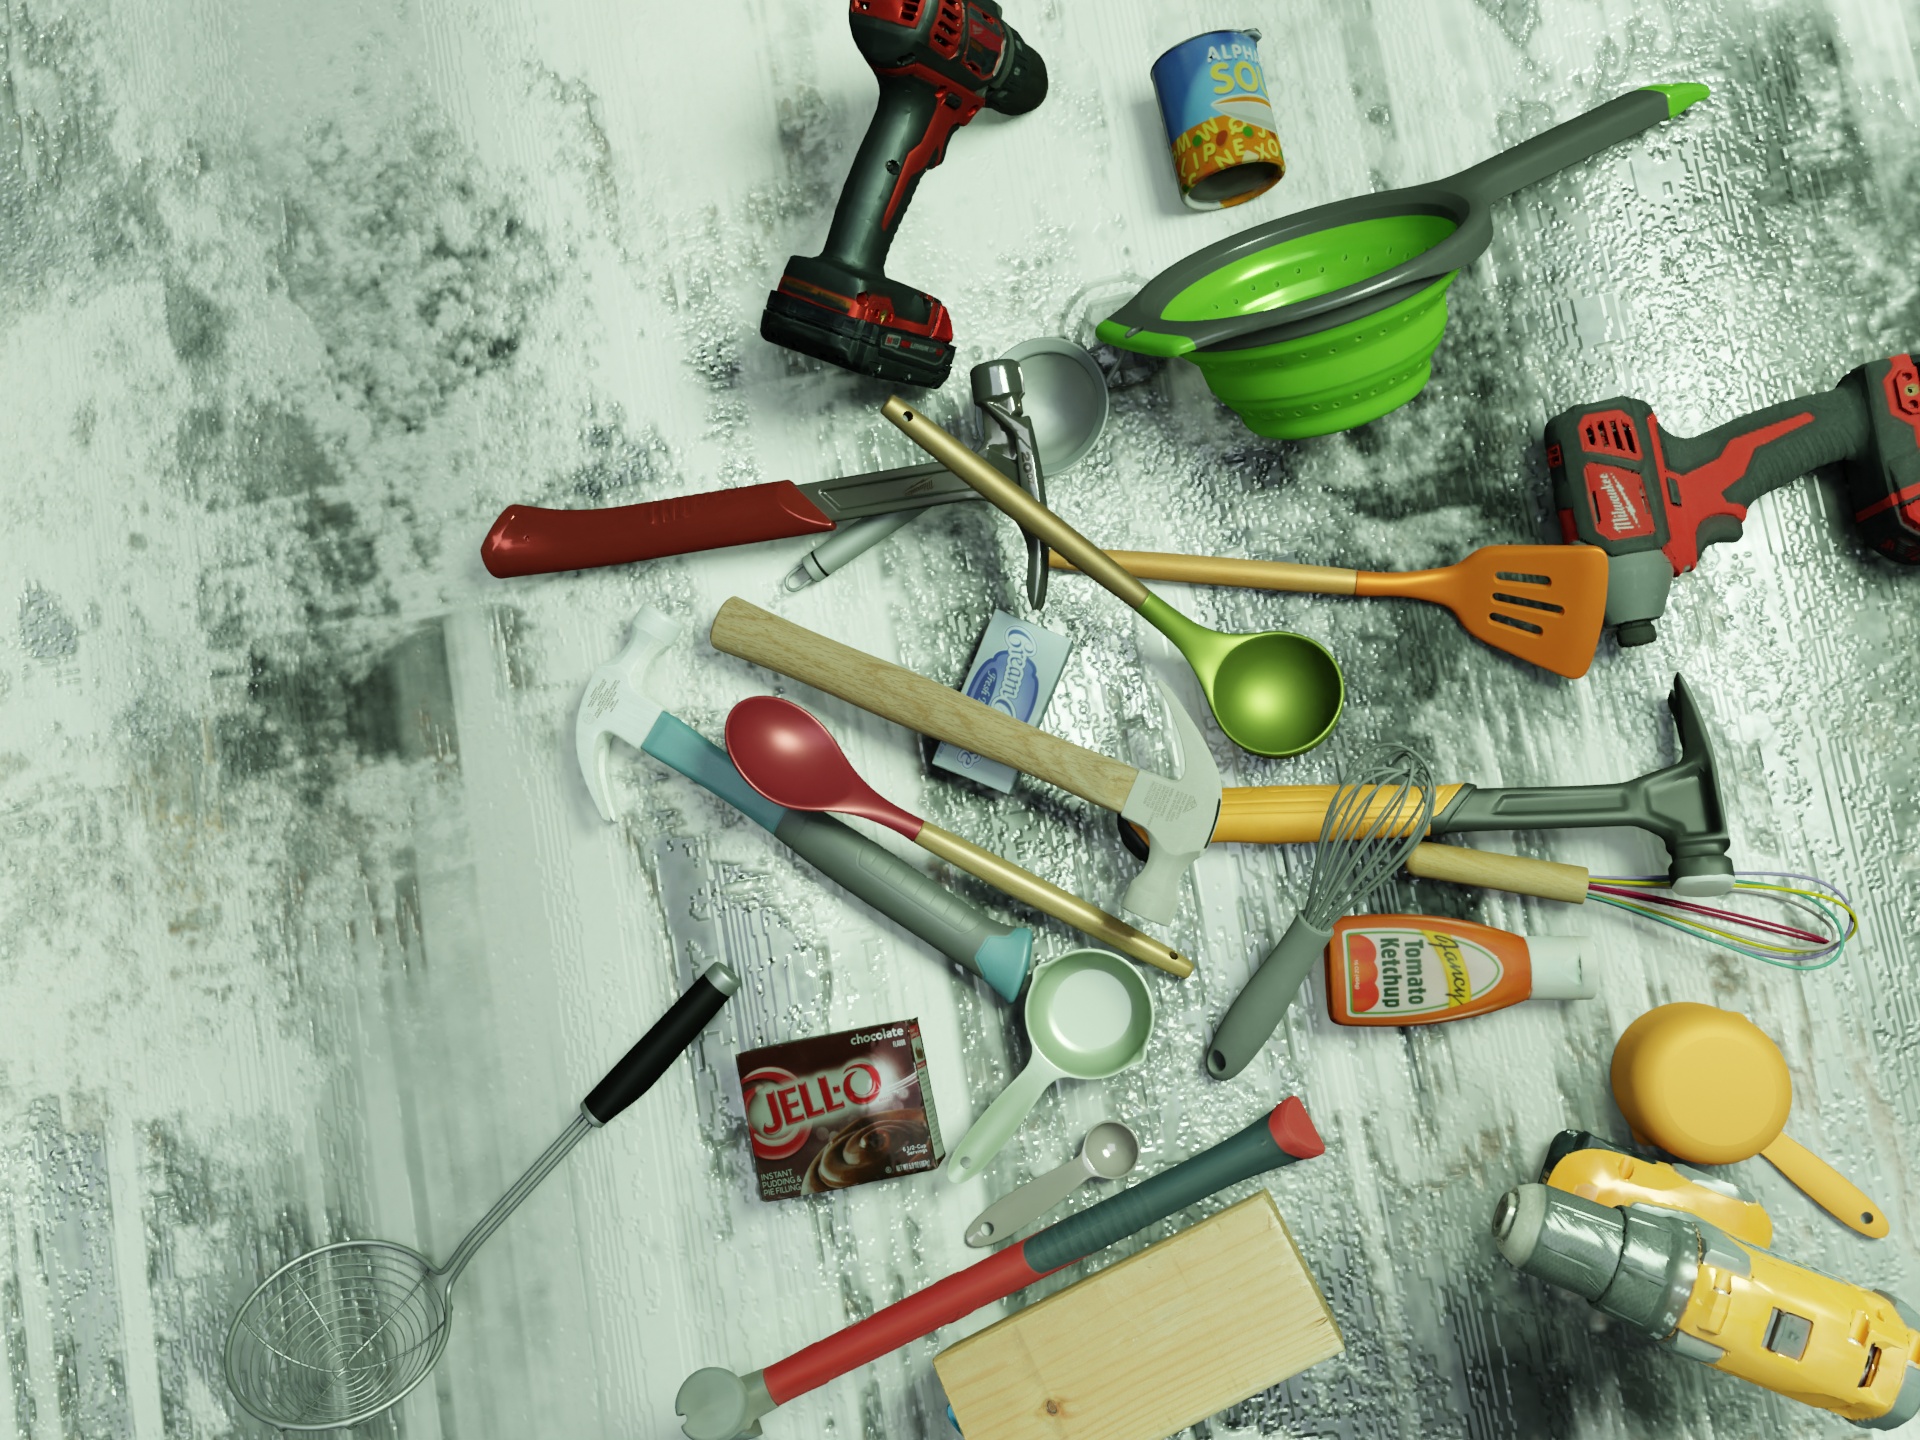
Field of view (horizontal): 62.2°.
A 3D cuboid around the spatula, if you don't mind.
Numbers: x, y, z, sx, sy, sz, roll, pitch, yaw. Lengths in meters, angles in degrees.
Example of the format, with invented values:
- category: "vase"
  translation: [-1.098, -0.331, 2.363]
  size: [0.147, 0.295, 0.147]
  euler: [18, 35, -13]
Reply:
- category: "spatula"
  translation: [0.211, -0.082, 0.948]
  size: [0.322, 0.041, 0.081]
  euler: [6, 114, 10]

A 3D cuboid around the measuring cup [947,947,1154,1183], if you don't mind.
- category: "measuring cup"
  translation: [0.049, 0.208, 0.948]
  size: [0.083, 0.038, 0.167]
  euler: [40, 93, 9]

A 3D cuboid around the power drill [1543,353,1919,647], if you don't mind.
- category: "power drill"
  translation: [0.455, -0.125, 0.905]
  size: [0.219, 0.078, 0.143]
  euler: [-9, 84, 10]

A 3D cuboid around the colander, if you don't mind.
- category: "colander"
  translation: [0.277, -0.261, 0.929]
  size: [0.397, 0.205, 0.094]
  euler: [-27, 117, -11]

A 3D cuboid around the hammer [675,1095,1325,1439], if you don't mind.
- category: "hammer"
  translation: [0.031, 0.319, 0.921]
  size: [0.386, 0.143, 0.038]
  euler: [-24, 67, -6]

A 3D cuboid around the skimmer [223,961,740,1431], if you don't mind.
- category: "skimmer"
  translation: [-0.282, 0.274, 0.959]
  size: [0.363, 0.090, 0.127]
  euler: [-46, 50, -1]

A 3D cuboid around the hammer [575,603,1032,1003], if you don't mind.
- category: "hammer"
  translation: [-0.096, 0.066, 0.982]
  size: [0.331, 0.033, 0.128]
  euler: [32, 89, 9]

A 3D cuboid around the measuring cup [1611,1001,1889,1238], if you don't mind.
- category: "measuring cup"
  translation: [0.448, 0.230, 0.883]
  size: [0.174, 0.052, 0.095]
  euler: [40, 91, 11]

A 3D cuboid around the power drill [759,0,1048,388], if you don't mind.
- category: "power drill"
  translation: [-0.022, -0.321, 0.954]
  size: [0.080, 0.188, 0.226]
  euler: [24, 106, 23]

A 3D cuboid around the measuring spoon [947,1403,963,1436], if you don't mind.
- category: "measuring spoon"
  translation: [0.048, 0.441, 0.941]
  size: [0.129, 0.021, 0.042]
  euler: [29, 83, 18]

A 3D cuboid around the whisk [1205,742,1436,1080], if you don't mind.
- category: "whisk"
  translation: [0.197, 0.113, 0.896]
  size: [0.055, 0.055, 0.239]
  euler: [30, 115, 9]

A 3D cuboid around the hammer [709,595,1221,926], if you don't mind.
- category: "hammer"
  translation: [-0.002, -0.003, 0.950]
  size: [0.331, 0.031, 0.130]
  euler: [23, 89, 15]

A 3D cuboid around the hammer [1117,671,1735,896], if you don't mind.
- category: "hammer"
  translation: [0.260, 0.045, 0.924]
  size: [0.337, 0.034, 0.127]
  euler: [-3, 63, 12]

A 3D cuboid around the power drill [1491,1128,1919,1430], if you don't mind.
- category: "power drill"
  translation: [0.348, 0.269, 0.805]
  size: [0.185, 0.226, 0.084]
  euler: [19, 88, 9]

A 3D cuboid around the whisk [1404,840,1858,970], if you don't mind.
- category: "whisk"
  translation: [0.380, 0.102, 0.912]
  size: [0.245, 0.047, 0.051]
  euler: [9, 74, 13]

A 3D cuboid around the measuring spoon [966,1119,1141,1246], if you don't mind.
- category: "measuring spoon"
  translation: [0.055, 0.280, 0.954]
  size: [0.124, 0.018, 0.034]
  euler: [-35, 75, 10]

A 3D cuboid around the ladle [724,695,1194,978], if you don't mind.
- category: "ladle"
  translation: [-0.001, 0.077, 0.950]
  size: [0.315, 0.031, 0.069]
  euler: [28, 51, -1]

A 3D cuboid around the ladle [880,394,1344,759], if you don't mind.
- category: "ladle"
  translation: [0.088, -0.086, 0.909]
  size: [0.320, 0.062, 0.078]
  euler: [36, 81, -12]

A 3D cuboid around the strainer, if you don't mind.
- category: "strainer"
  translation: [-0.004, -0.154, 0.986]
  size: [0.258, 0.050, 0.087]
  euler: [-33, 75, 10]

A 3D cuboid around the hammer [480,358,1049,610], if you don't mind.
- category: "hammer"
  translation: [-0.125, -0.118, 0.980]
  size: [0.359, 0.036, 0.149]
  euler: [-7, 90, 13]
